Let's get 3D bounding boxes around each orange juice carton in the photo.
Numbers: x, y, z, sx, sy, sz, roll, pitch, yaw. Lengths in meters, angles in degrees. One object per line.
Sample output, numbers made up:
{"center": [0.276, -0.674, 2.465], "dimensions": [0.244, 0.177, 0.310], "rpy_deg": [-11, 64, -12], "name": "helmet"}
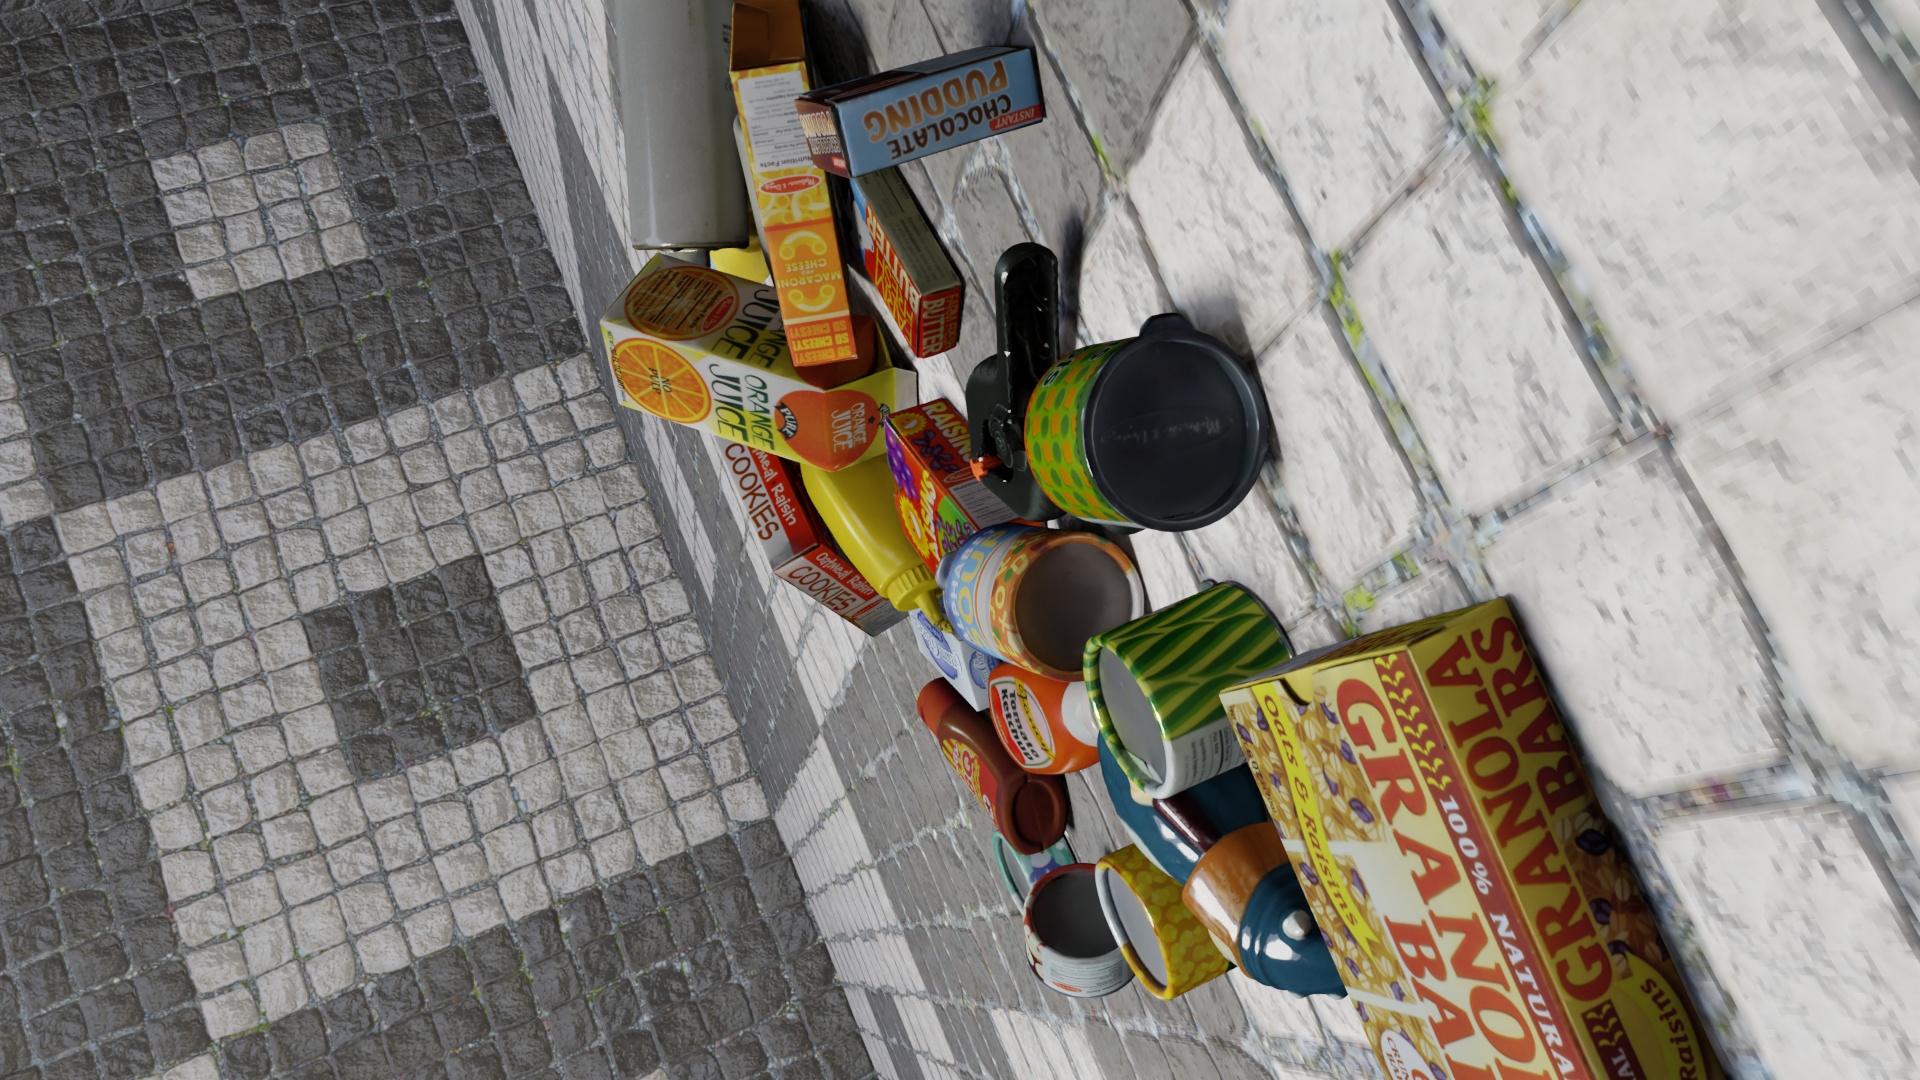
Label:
{"center": [-0.114, -0.104, 0.848], "dimensions": [0.193, 0.073, 0.071], "rpy_deg": [18, 143, 12], "name": "orange juice carton"}

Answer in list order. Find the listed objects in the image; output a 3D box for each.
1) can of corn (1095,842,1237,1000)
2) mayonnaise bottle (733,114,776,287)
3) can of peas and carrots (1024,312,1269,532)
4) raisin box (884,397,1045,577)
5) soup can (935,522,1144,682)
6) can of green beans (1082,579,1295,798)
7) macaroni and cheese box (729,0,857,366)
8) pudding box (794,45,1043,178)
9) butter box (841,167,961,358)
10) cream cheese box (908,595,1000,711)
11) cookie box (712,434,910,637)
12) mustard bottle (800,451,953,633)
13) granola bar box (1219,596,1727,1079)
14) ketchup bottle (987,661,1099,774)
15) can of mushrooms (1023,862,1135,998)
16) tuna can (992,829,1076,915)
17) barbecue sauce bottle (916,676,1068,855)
{"center": [0.100, 0.157, 0.598], "dimensions": [0.071, 0.058, 0.070], "rpy_deg": [58, 161, 35], "name": "can of corn"}
{"center": [-0.107, -0.195, 0.880], "dimensions": [0.065, 0.041, 0.147], "rpy_deg": [-122, 17, -52], "name": "mayonnaise bottle"}
{"center": [0.061, -0.039, 0.474], "dimensions": [0.058, 0.071, 0.071], "rpy_deg": [-171, 62, -72], "name": "can of peas and carrots"}
{"center": [0.003, -0.009, 0.748], "dimensions": [0.124, 0.040, 0.085], "rpy_deg": [-127, 22, -47], "name": "raisin box"}
{"center": [0.034, 0.026, 0.631], "dimensions": [0.084, 0.071, 0.071], "rpy_deg": [8, 118, 71], "name": "soup can"}
{"center": [0.086, 0.056, 0.521], "dimensions": [0.071, 0.058, 0.071], "rpy_deg": [161, 89, -74], "name": "can of green beans"}
{"center": [-0.091, -0.198, 0.763], "dimensions": [0.124, 0.040, 0.165], "rpy_deg": [-101, 3, -54], "name": "macaroni and cheese box"}
{"center": [-0.017, -0.167, 0.537], "dimensions": [0.050, 0.084, 0.030], "rpy_deg": [39, 147, 59], "name": "pudding box"}
{"center": [-0.032, -0.149, 0.717], "dimensions": [0.053, 0.024, 0.104], "rpy_deg": [98, 148, -61], "name": "butter box"}
{"center": [-0.004, 0.063, 0.886], "dimensions": [0.104, 0.024, 0.053], "rpy_deg": [38, 146, 62], "name": "cream cheese box"}
{"center": [-0.100, -0.012, 0.966], "dimensions": [0.123, 0.040, 0.167], "rpy_deg": [62, -172, 26], "name": "cookie box"}
{"center": [-0.046, -0.006, 0.866], "dimensions": [0.160, 0.065, 0.048], "rpy_deg": [61, 159, 22], "name": "mustard bottle"}
{"center": [0.148, 0.109, 0.417], "dimensions": [0.165, 0.039, 0.124], "rpy_deg": [67, 164, 6], "name": "granola bar box"}
{"center": [0.055, 0.083, 0.681], "dimensions": [0.064, 0.043, 0.148], "rpy_deg": [69, 163, 3], "name": "ketchup bottle"}
{"center": [0.067, 0.210, 0.759], "dimensions": [0.071, 0.071, 0.033], "rpy_deg": [53, 157, 45], "name": "can of mushrooms"}
{"center": [0.048, 0.204, 0.872], "dimensions": [0.071, 0.033, 0.070], "rpy_deg": [58, 160, 34], "name": "tuna can"}
{"center": [0.016, 0.133, 0.871], "dimensions": [0.149, 0.044, 0.064], "rpy_deg": [-138, 31, -59], "name": "barbecue sauce bottle"}
